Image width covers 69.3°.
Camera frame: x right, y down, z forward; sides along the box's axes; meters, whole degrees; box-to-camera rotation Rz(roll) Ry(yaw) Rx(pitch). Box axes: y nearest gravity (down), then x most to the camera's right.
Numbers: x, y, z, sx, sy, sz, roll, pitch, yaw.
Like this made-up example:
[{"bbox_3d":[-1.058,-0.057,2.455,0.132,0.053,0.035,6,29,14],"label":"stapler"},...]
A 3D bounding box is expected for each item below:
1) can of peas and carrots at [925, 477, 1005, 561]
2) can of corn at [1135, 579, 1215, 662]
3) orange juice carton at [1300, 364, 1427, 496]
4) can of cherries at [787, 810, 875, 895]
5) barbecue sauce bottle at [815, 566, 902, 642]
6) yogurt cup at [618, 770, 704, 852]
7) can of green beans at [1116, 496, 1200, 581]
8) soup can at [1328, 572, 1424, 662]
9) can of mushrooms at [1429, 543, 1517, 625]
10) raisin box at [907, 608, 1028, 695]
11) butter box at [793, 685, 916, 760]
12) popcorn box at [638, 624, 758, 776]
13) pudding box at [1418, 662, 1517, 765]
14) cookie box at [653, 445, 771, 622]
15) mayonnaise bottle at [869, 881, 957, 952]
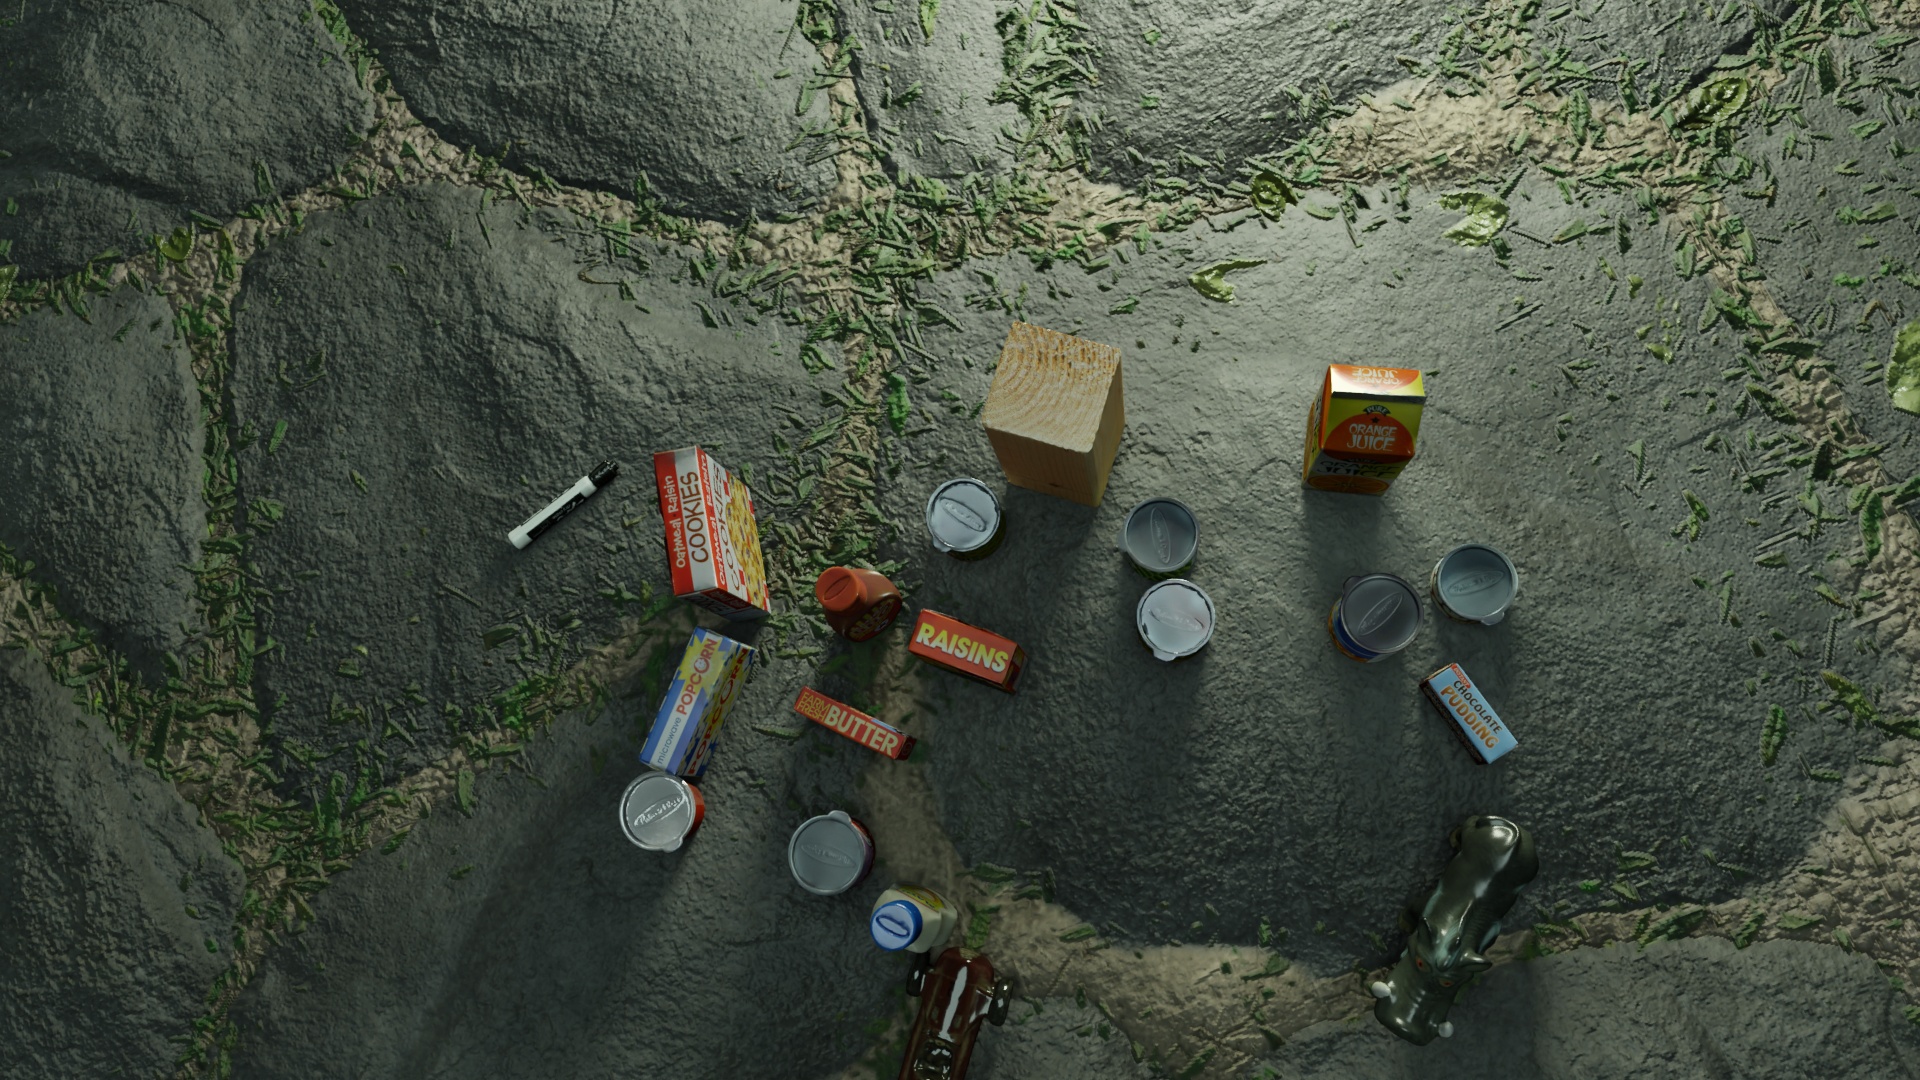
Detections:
[{"bbox_3d":[0.004,-0.015,1.233,0.071,0.058,0.071,-1,79,7],"label":"can of peas and carrots"},{"bbox_3d":[0.183,0.072,1.194,0.071,0.058,0.071,-1,79,7],"label":"can of corn"},{"bbox_3d":[0.328,-0.093,1.140,0.072,0.192,0.073,6,80,8],"label":"orange juice carton"},{"bbox_3d":[-0.108,0.267,1.192,0.071,0.058,0.071,-1,79,7],"label":"can of cherries"},{"bbox_3d":[-0.091,0.051,1.186,0.065,0.148,0.044,-41,77,-2],"label":"barbecue sauce bottle"},{"bbox_3d":[-0.259,0.237,1.219,0.072,0.054,0.072,-1,79,7],"label":"yogurt cup"},{"bbox_3d":[0.174,0.000,1.210,0.071,0.057,0.071,-1,79,7],"label":"can of green beans"},{"bbox_3d":[0.344,0.064,1.163,0.071,0.083,0.071,-1,79,7],"label":"soup can"},{"bbox_3d":[0.437,0.040,1.182,0.071,0.033,0.071,-1,79,7],"label":"can of mushrooms"},{"bbox_3d":[0.009,0.096,1.178,0.086,0.123,0.040,20,83,10],"label":"raisin box"},{"bbox_3d":[-0.092,0.160,1.214,0.103,0.053,0.024,25,84,11],"label":"butter box"},{"bbox_3d":[-0.229,0.143,1.218,0.038,0.085,0.127,21,83,11],"label":"popcorn box"},{"bbox_3d":[0.421,0.144,1.155,0.030,0.049,0.084,-34,77,0],"label":"pudding box"},{"bbox_3d":[-0.214,-0.002,1.202,0.040,0.167,0.123,-13,78,5],"label":"cookie box"},{"bbox_3d":[-0.042,0.308,1.130,0.065,0.148,0.041,26,84,11],"label":"mayonnaise bottle"}]
